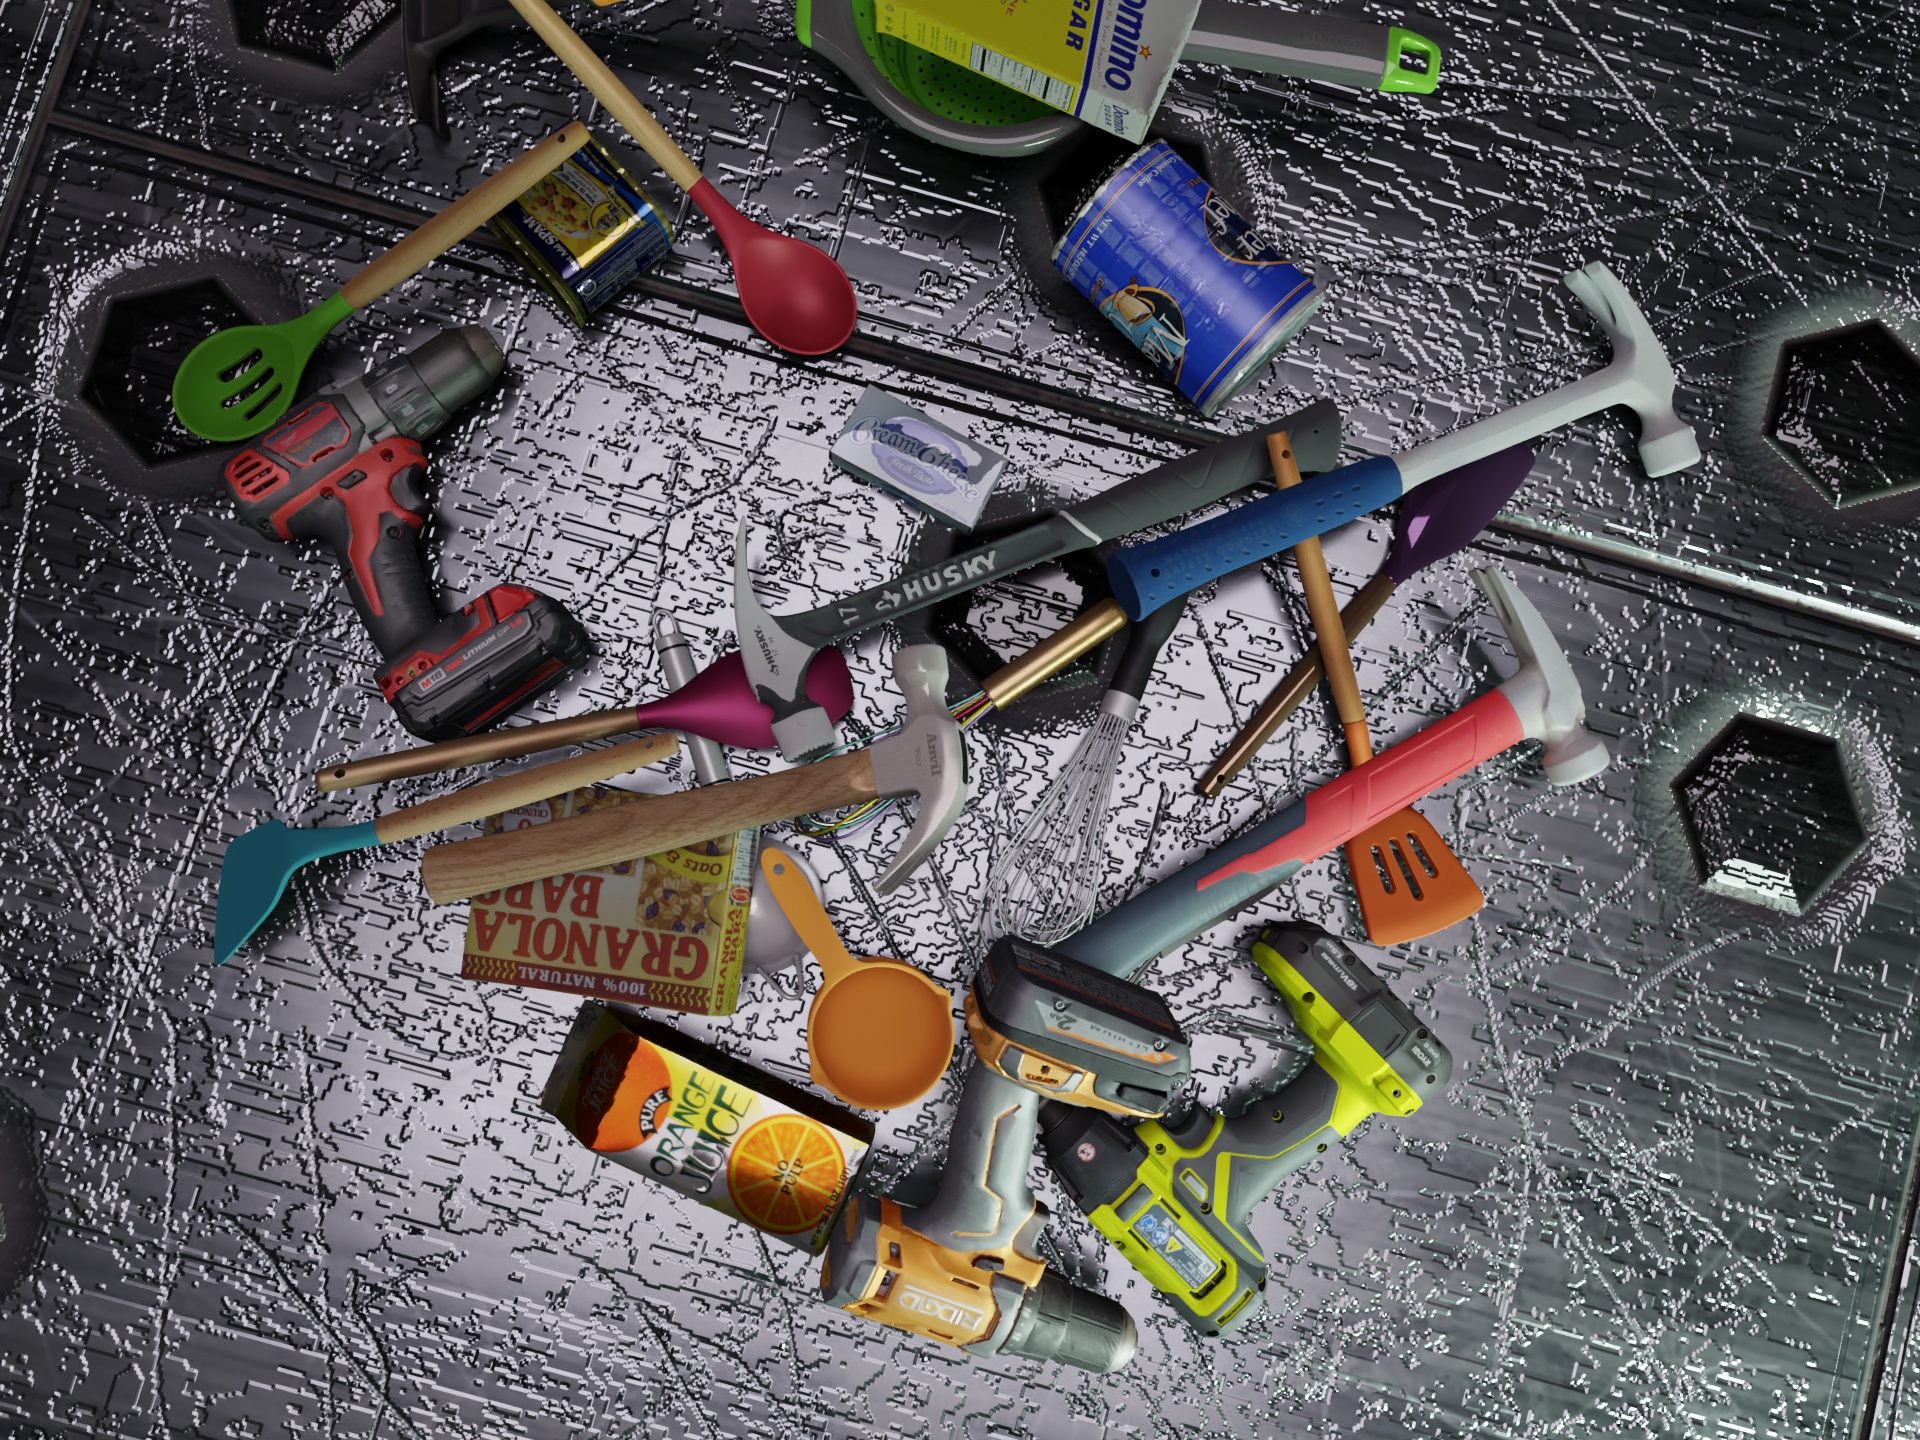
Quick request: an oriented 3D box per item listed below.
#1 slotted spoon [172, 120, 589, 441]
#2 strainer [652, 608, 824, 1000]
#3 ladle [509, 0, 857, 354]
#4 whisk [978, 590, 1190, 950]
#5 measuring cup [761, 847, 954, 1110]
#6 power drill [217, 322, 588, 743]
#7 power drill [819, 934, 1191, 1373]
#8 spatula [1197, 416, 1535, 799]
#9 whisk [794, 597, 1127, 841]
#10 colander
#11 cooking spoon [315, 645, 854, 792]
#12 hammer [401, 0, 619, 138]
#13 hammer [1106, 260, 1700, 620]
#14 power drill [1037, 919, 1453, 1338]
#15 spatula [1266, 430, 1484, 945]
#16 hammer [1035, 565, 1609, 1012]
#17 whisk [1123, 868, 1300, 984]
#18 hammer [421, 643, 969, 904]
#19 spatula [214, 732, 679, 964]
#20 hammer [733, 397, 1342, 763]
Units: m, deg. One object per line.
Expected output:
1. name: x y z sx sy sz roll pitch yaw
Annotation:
1. slotted spoon: -0.354 -0.271 0.977 0.314 0.031 0.070 -32 87 11
2. strainer: -0.149 0.051 0.983 0.087 0.050 0.258 -21 82 10
3. ladle: -0.184 -0.351 0.983 0.315 0.031 0.069 46 78 -17
4. whisk: 0.088 0.022 0.988 0.070 0.070 0.285 23 80 0
5. measuring cup: -0.072 0.150 0.961 0.095 0.052 0.173 -32 91 -6
6. power drill: -0.320 -0.119 0.976 0.188 0.080 0.227 -35 84 -5
7. power drill: 0.048 0.254 0.883 0.185 0.084 0.226 23 100 -11
8. spatula: 0.255 -0.072 1.019 0.059 0.018 0.316 42 83 -5
9. whisk: -0.003 -0.004 0.987 0.245 0.047 0.051 -34 92 -4
10. colander: 0.098 -0.428 1.010 0.397 0.094 0.204 9 84 -1
11. cooking spoon: -0.219 0.004 0.954 0.319 0.017 0.069 -12 75 -15
12. hammer: -0.196 -0.454 0.977 0.337 0.034 0.127 -5 84 19
13. hammer: 0.271 -0.159 0.973 0.405 0.035 0.144 -23 93 -16
14. power drill: 0.167 0.232 0.957 0.223 0.080 0.171 -44 88 -2
15. spatula: 0.242 -0.023 0.987 0.081 0.041 0.322 -18 96 -10
16. hammer: 0.197 0.053 0.949 0.386 0.038 0.143 -29 92 -8
17. whisk: 0.122 0.139 0.981 0.239 0.055 0.055 -32 86 -9
18. hammer: -0.154 0.057 0.905 0.331 0.031 0.130 -14 74 12
19. spatula: -0.307 0.060 0.925 0.317 0.044 0.082 -16 57 9
20. hammer: 0.053 -0.117 0.985 0.409 0.036 0.149 -22 84 -9
